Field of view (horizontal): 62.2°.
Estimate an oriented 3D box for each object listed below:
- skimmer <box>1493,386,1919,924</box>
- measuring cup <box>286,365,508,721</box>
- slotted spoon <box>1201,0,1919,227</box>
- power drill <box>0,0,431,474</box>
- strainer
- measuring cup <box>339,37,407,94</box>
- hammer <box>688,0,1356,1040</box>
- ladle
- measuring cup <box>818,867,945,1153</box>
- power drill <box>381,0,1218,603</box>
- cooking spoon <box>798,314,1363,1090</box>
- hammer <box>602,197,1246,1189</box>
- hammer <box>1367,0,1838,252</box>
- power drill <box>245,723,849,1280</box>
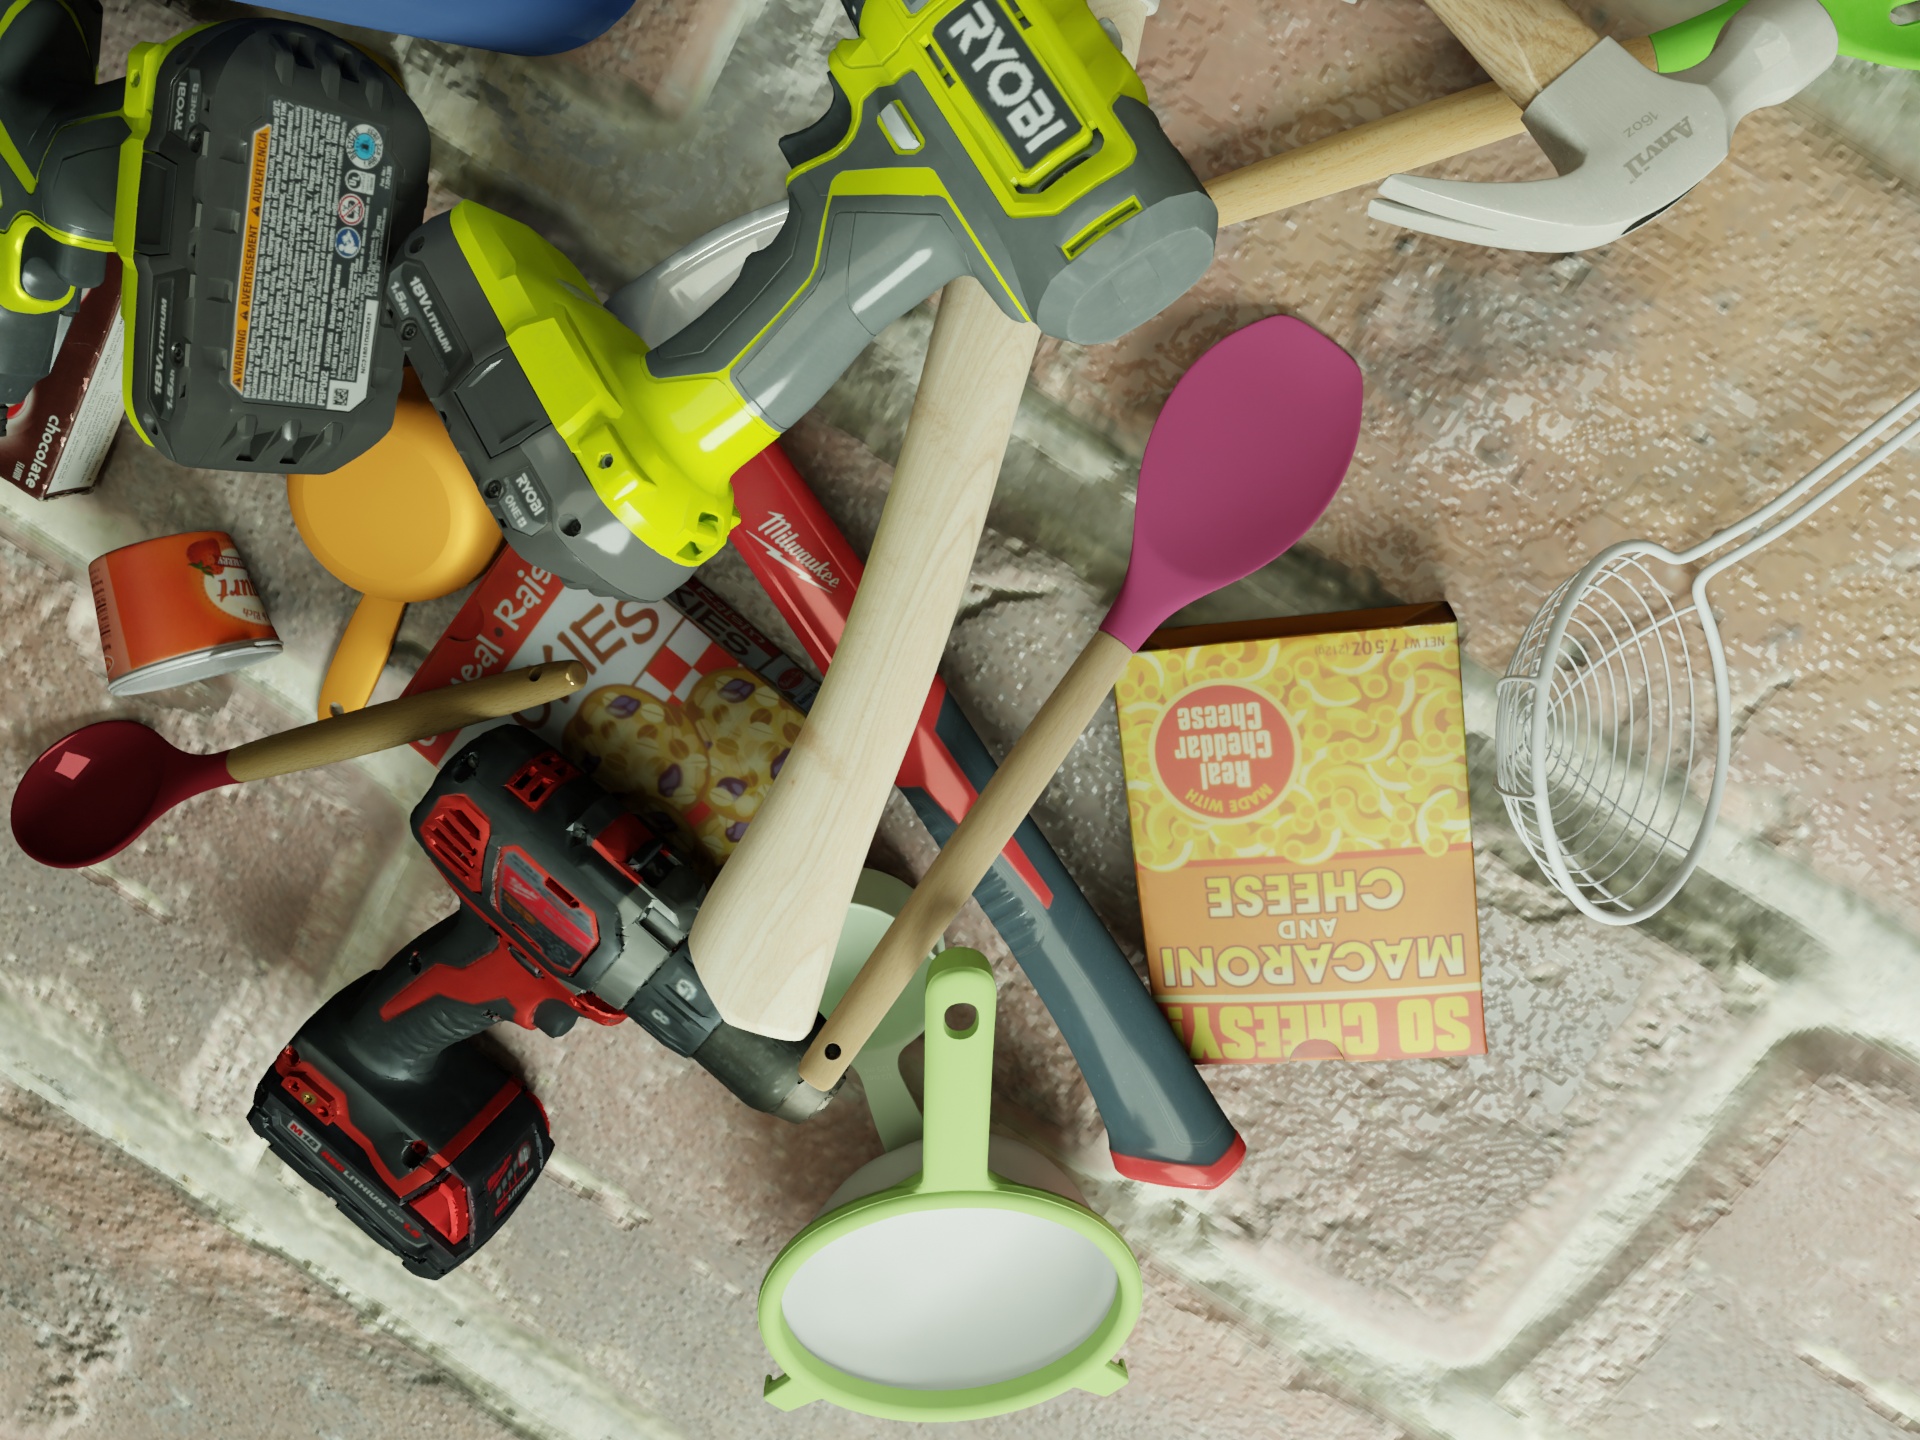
[{"bbox_3d":[0.318,-0.081,0.500,0.363,0.090,0.127,-42,126,16],"label":"skimmer"},{"bbox_3d":[-0.235,-0.056,0.635,0.095,0.052,0.173,29,111,-4],"label":"measuring cup"},{"bbox_3d":[0.200,-0.211,0.523,0.314,0.031,0.070,-14,101,17],"label":"slotted spoon"},{"bbox_3d":[-0.288,-0.164,0.542,0.223,0.080,0.171,20,105,31],"label":"power drill"},{"bbox_3d":[-0.005,0.170,0.615,0.151,0.069,0.256,-1,124,-4],"label":"strainer"},{"bbox_3d":[-0.234,-0.185,0.624,0.062,0.029,0.156,2,116,8],"label":"measuring cup"},{"bbox_3d":[0.005,-0.087,0.538,0.146,0.038,0.410,18,93,6],"label":"hammer"},{"bbox_3d":[-0.272,0.012,0.639,0.315,0.031,0.069,-12,63,27],"label":"ladle"},{"bbox_3d":[-0.032,0.132,0.660,0.083,0.038,0.167,-10,119,12],"label":"measuring cup"},{"bbox_3d":[-0.060,-0.161,0.493,0.228,0.080,0.191,-33,78,13],"label":"power drill"},{"bbox_3d":[0.039,-0.007,0.556,0.068,0.017,0.319,35,85,-3],"label":"cooking spoon"},{"bbox_3d":[-0.001,-0.002,0.582,0.143,0.038,0.386,-34,92,2],"label":"hammer"},{"bbox_3d":[0.107,-0.280,0.494,0.130,0.031,0.331,-40,84,-1],"label":"hammer"},{"bbox_3d":[-0.165,0.130,0.634,0.188,0.080,0.226,42,120,-1],"label":"power drill"}]
